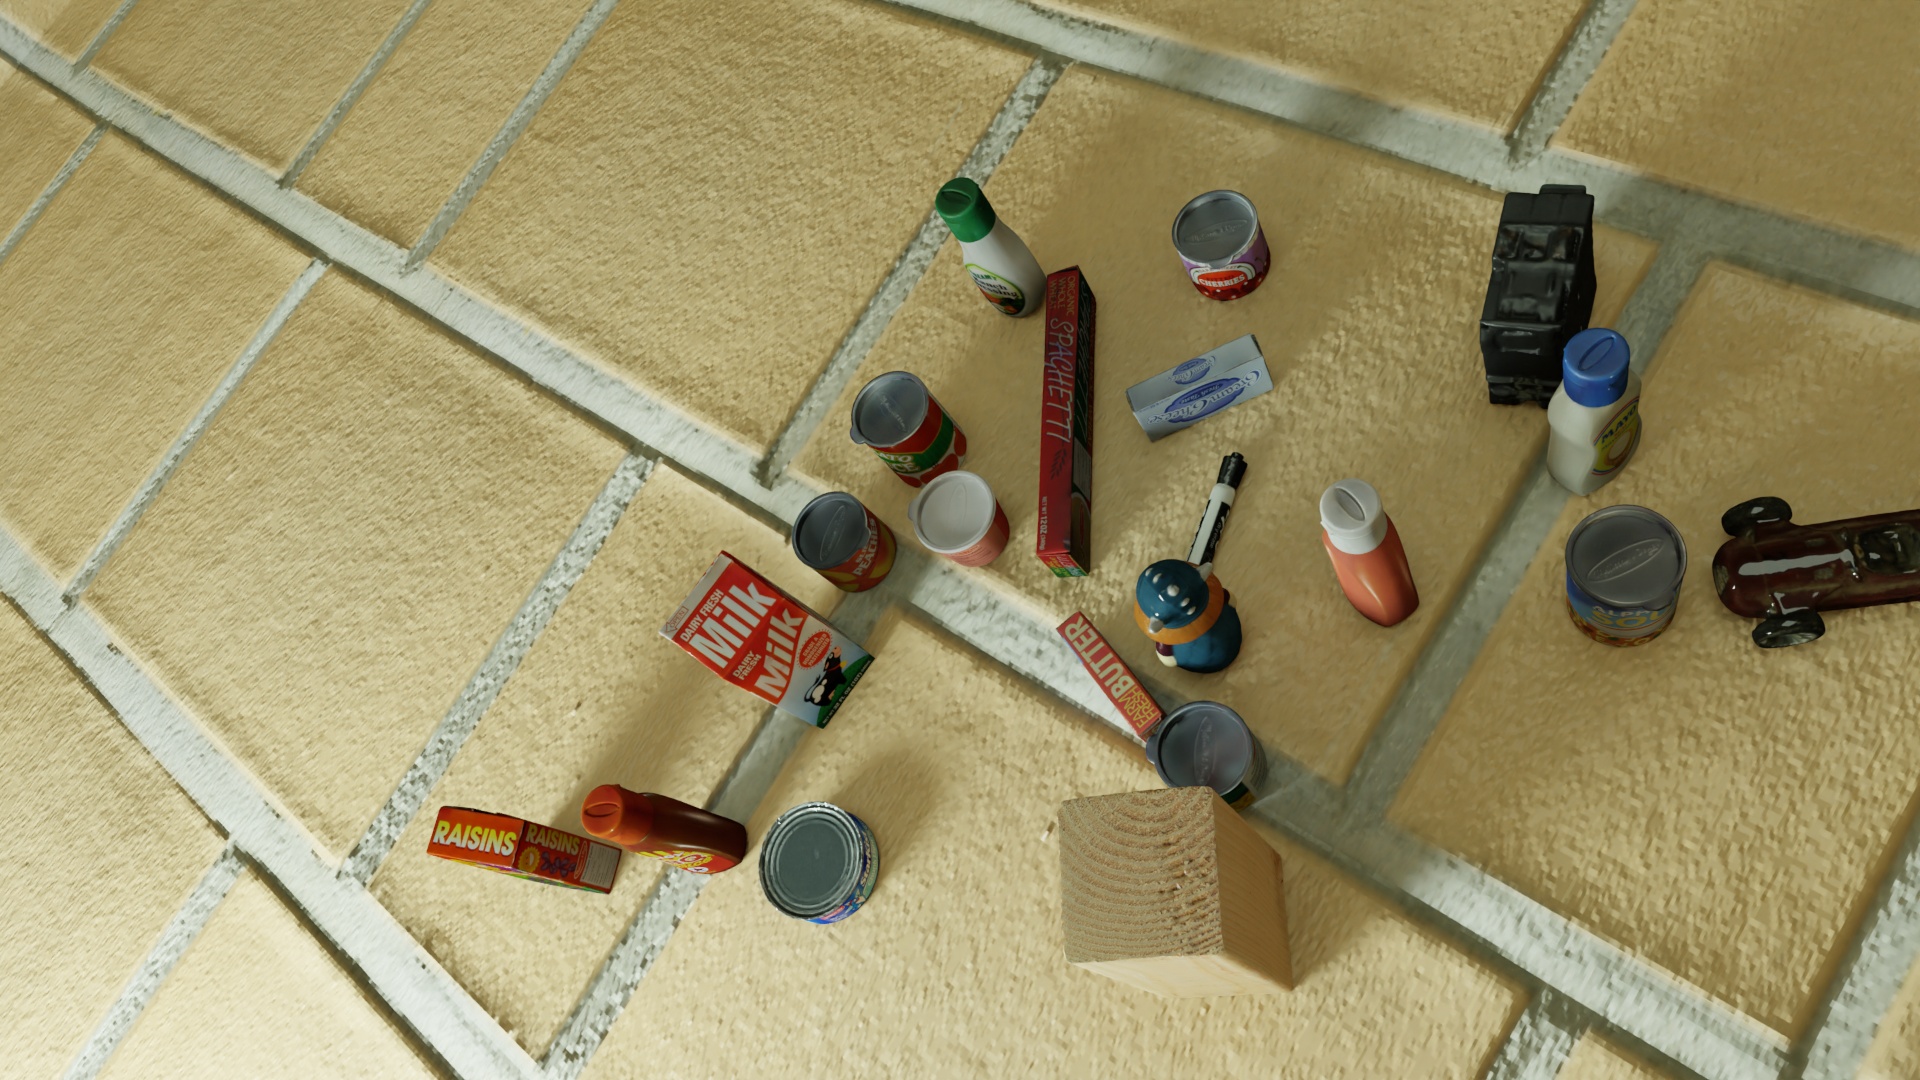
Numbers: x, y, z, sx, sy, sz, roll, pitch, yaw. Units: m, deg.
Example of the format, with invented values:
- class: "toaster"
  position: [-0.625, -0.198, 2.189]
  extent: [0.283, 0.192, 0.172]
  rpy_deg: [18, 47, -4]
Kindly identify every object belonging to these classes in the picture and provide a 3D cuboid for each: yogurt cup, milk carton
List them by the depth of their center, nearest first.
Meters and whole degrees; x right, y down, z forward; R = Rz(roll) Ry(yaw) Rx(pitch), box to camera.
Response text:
- class: "milk carton"
  position: [-0.148, 0.070, 1.026]
  extent: [0.073, 0.190, 0.072]
  rpy_deg: [34, 85, 31]
- class: "yogurt cup"
  position: [0.004, -0.014, 1.077]
  extent: [0.072, 0.054, 0.072]
  rpy_deg: [-9, 65, 20]

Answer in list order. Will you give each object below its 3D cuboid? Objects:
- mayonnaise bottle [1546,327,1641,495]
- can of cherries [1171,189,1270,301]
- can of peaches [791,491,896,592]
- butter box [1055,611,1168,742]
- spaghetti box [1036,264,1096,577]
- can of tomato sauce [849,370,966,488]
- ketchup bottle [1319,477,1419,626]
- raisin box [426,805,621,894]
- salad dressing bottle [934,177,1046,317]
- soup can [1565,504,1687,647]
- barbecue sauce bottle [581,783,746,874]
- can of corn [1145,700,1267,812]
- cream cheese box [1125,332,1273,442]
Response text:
- class: "mayonnaise bottle"
  position: [0.402, -0.083, 0.880]
  extent: [0.065, 0.147, 0.041]
  rpy_deg: [-45, 58, 0]
- class: "can of cherries"
  position: [0.204, -0.227, 1.082]
  extent: [0.071, 0.058, 0.072]
  rpy_deg: [-9, 65, 20]
- class: "can of peaches"
  position: [-0.090, 0.003, 1.108]
  extent: [0.071, 0.058, 0.071]
  rpy_deg: [-9, 65, 20]
- class: "butter box"
  position: [0.111, 0.100, 0.981]
  extent: [0.024, 0.053, 0.104]
  rpy_deg: [-40, 58, 4]
- class: "spaghetti box"
  position: [0.084, -0.095, 1.081]
  extent: [0.028, 0.050, 0.251]
  rpy_deg: [-6, 66, 21]
- class: "can of tomato sauce"
  position: [-0.041, -0.086, 1.112]
  extent: [0.071, 0.083, 0.071]
  rpy_deg: [-9, 65, 20]
- class: "ketchup bottle"
  position: [0.262, 0.006, 0.901]
  extent: [0.043, 0.148, 0.065]
  rpy_deg: [-36, 59, 6]
- class: "raisin box"
  position: [-0.334, 0.239, 1.071]
  extent: [0.086, 0.123, 0.040]
  rpy_deg: [3, 70, 25]
- class: "salad dressing bottle"
  position: [0.024, -0.234, 1.111]
  extent: [0.064, 0.147, 0.044]
  rpy_deg: [25, 80, 30]
- class: "soup can"
  position: [0.414, 0.026, 0.864]
  extent: [0.071, 0.083, 0.071]
  rpy_deg: [-9, 65, 20]
- class: "barbecue sauce bottle"
  position: [-0.219, 0.211, 1.019]
  extent: [0.065, 0.148, 0.044]
  rpy_deg: [-9, 65, 20]
- class: "can of corn"
  position: [0.166, 0.147, 0.933]
  extent: [0.071, 0.058, 0.071]
  rpy_deg: [-9, 65, 20]
- class: "cream cheese box"
  position: [0.181, -0.114, 1.045]
  extent: [0.103, 0.053, 0.024]
  rpy_deg: [-24, 61, 12]
